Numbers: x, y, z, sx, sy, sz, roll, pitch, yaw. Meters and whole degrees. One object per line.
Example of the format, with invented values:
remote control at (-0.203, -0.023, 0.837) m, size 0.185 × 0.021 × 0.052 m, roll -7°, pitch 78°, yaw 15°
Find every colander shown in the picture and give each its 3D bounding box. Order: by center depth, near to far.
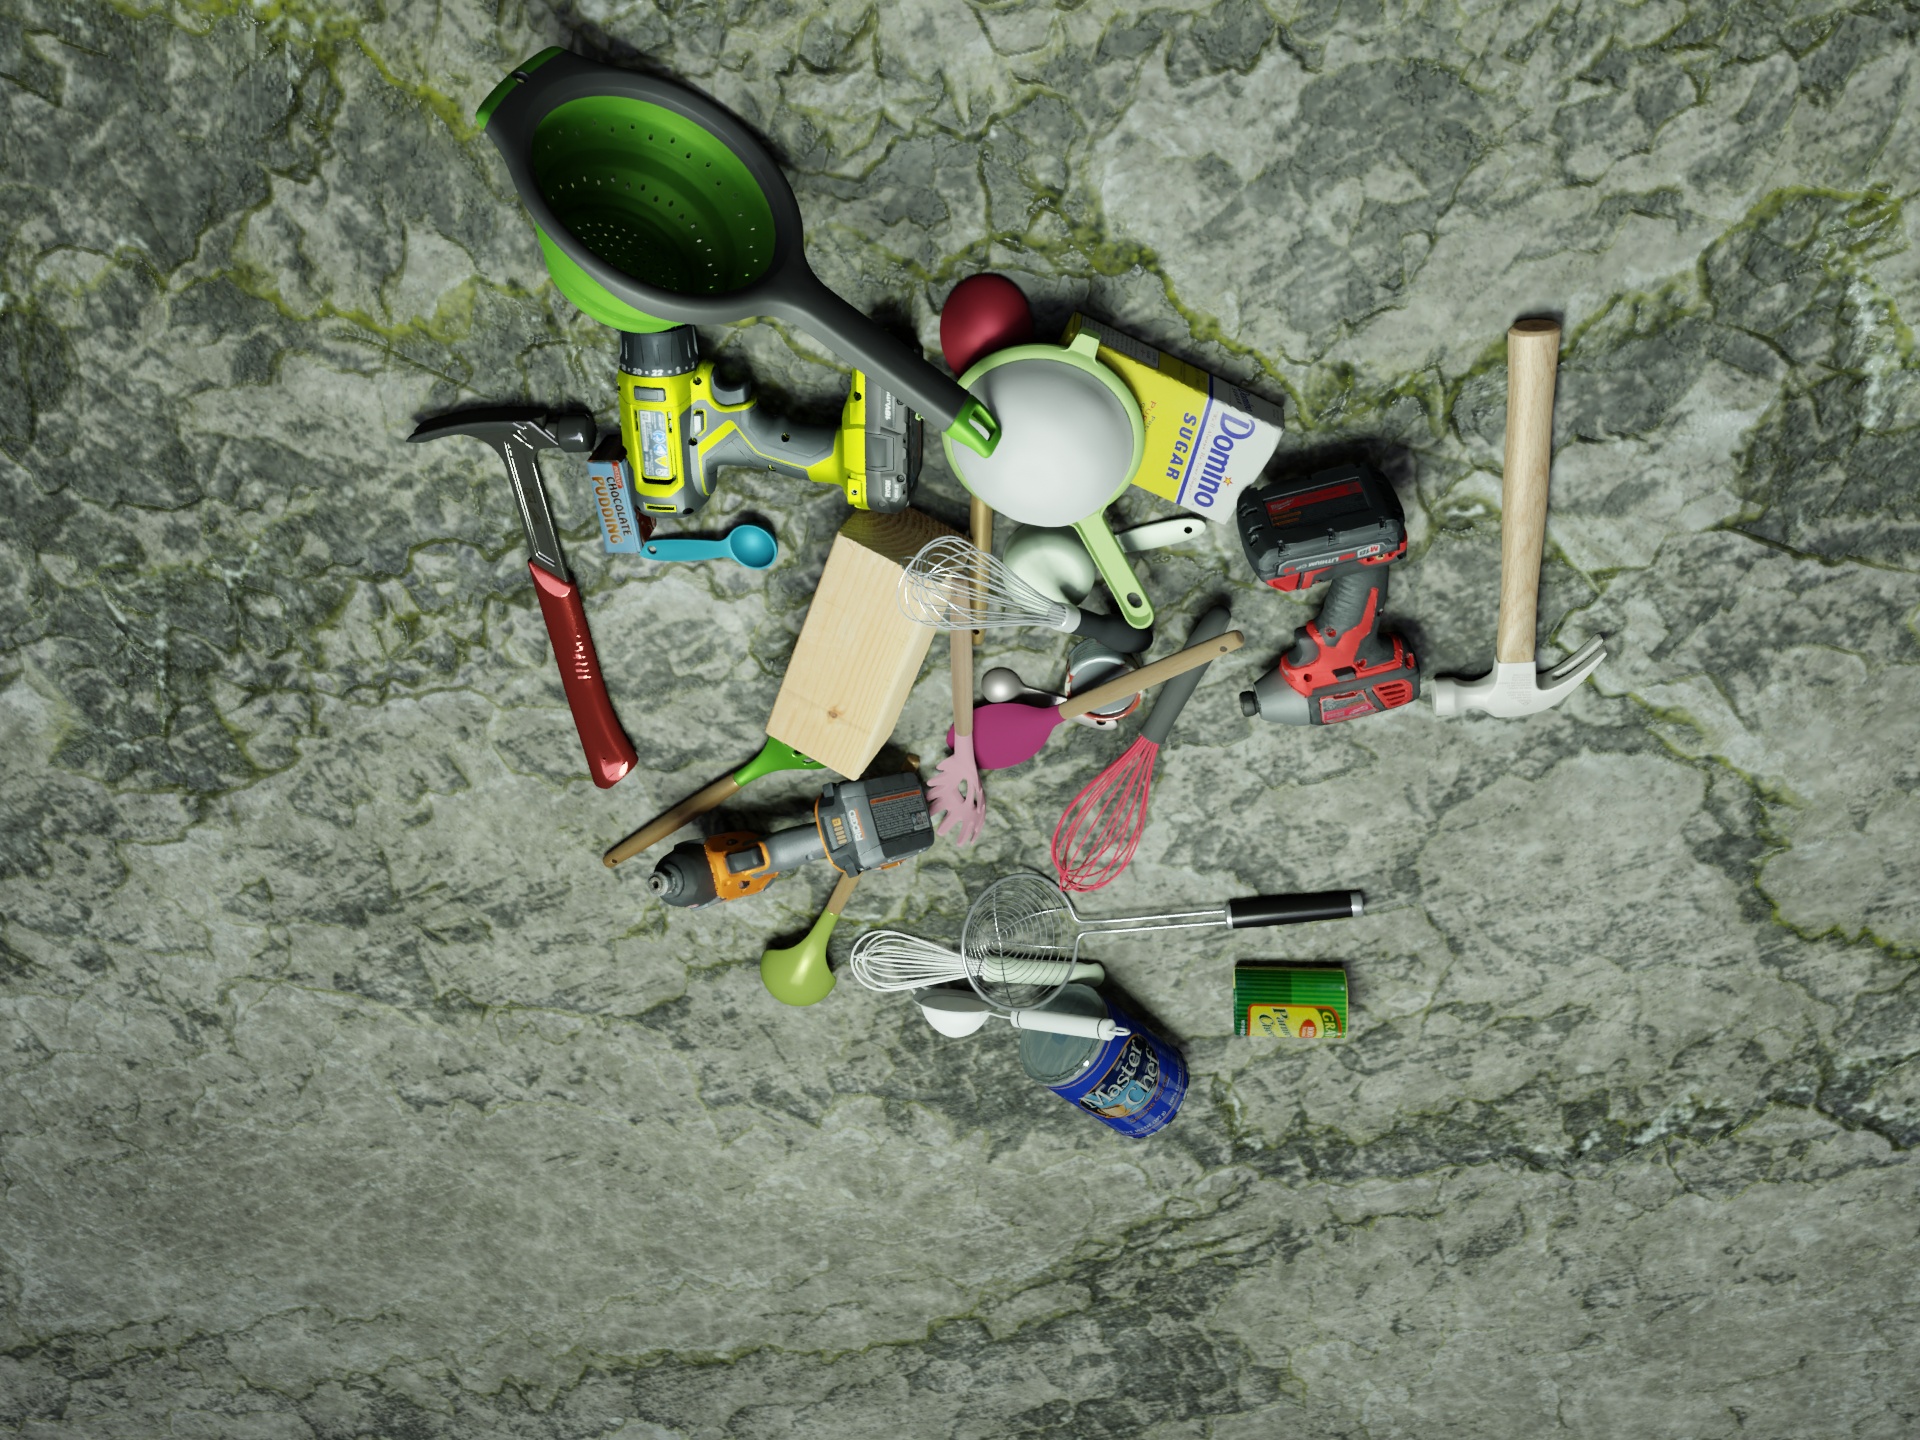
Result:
colander at (-0.151, -0.287, 1.092) m, size 0.397 × 0.205 × 0.094 m, roll 35°, pitch 140°, yaw -11°

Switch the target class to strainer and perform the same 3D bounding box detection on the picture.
strainer at (0.081, -0.153, 1.179) m, size 0.151 × 0.069 × 0.256 m, roll -18°, pitch 124°, yaw 25°
strainer at (0.049, 0.282, 1.501) m, size 0.258 × 0.086 × 0.050 m, roll -1°, pitch 90°, yaw 39°

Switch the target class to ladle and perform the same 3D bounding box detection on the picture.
ladle at (0.016, -0.191, 1.240) m, size 0.069 × 0.031 × 0.315 m, roll 6°, pitch 128°, yaw 7°
ladle at (-0.107, 0.152, 1.499) m, size 0.078 × 0.062 × 0.320 m, roll 25°, pitch 118°, yaw -7°

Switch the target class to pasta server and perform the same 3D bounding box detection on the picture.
pasta server at (-0.002, -0.004, 1.325) m, size 0.060 × 0.040 × 0.316 m, roll 28°, pitch 146°, yaw 22°

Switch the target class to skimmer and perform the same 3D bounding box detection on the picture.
skimmer at (0.184, 0.190, 1.449) m, size 0.363 × 0.090 × 0.127 m, roll -6°, pitch 92°, yaw 9°

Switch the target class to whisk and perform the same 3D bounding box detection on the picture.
whisk at (0.058, -0.084, 1.218) m, size 0.284 × 0.070 × 0.070 m, roll 12°, pitch 136°, yaw -46°
whisk at (0.152, 0.029, 1.336) m, size 0.073 × 0.073 × 0.295 m, roll 23°, pitch 115°, yaw -8°
whisk at (0.016, 0.238, 1.537) m, size 0.246 × 0.059 × 0.057 m, roll 4°, pitch 163°, yaw 1°

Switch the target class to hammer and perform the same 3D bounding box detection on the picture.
hammer at (0.431, -0.144, 1.212) m, size 0.130 × 0.031 × 0.331 m, roll -3°, pitch 125°, yaw 10°
hammer at (-0.347, -0.094, 1.351) m, size 0.149 × 0.037 × 0.358 m, roll -1°, pitch 125°, yaw 9°

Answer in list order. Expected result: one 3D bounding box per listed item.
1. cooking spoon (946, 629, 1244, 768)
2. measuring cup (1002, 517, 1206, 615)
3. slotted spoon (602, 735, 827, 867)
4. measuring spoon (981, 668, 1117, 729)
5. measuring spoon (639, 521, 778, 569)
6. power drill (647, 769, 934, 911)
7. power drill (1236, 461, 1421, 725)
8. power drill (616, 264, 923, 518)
cooking spoon at (0.103, -0.015, 1.306) m, size 0.319 × 0.017 × 0.068 m, roll -24°, pitch 120°, yaw 43°
measuring cup at (0.112, -0.128, 1.261) m, size 0.167 × 0.038 × 0.083 m, roll -12°, pitch 123°, yaw 18°
slotted spoon at (-0.219, 0.067, 1.456) m, size 0.313 × 0.031 × 0.070 m, roll -30°, pitch 117°, yaw 27°
measuring spoon at (0.077, -0.012, 1.363) m, size 0.124 × 0.018 × 0.034 m, roll 18°, pitch 126°, yaw -6°
measuring spoon at (-0.208, -0.146, 1.311) m, size 0.128 × 0.021 × 0.042 m, roll 1°, pitch 127°, yaw 19°
power drill at (-0.155, 0.112, 1.387) m, size 0.226 × 0.164 × 0.084 m, roll -18°, pitch 85°, yaw 25°
power drill at (0.278, -0.082, 1.229) m, size 0.143 × 0.079 × 0.219 m, roll -13°, pitch 135°, yaw 6°
power drill at (-0.146, -0.243, 1.193) m, size 0.228 × 0.080 × 0.190 m, roll 5°, pitch 121°, yaw 6°
